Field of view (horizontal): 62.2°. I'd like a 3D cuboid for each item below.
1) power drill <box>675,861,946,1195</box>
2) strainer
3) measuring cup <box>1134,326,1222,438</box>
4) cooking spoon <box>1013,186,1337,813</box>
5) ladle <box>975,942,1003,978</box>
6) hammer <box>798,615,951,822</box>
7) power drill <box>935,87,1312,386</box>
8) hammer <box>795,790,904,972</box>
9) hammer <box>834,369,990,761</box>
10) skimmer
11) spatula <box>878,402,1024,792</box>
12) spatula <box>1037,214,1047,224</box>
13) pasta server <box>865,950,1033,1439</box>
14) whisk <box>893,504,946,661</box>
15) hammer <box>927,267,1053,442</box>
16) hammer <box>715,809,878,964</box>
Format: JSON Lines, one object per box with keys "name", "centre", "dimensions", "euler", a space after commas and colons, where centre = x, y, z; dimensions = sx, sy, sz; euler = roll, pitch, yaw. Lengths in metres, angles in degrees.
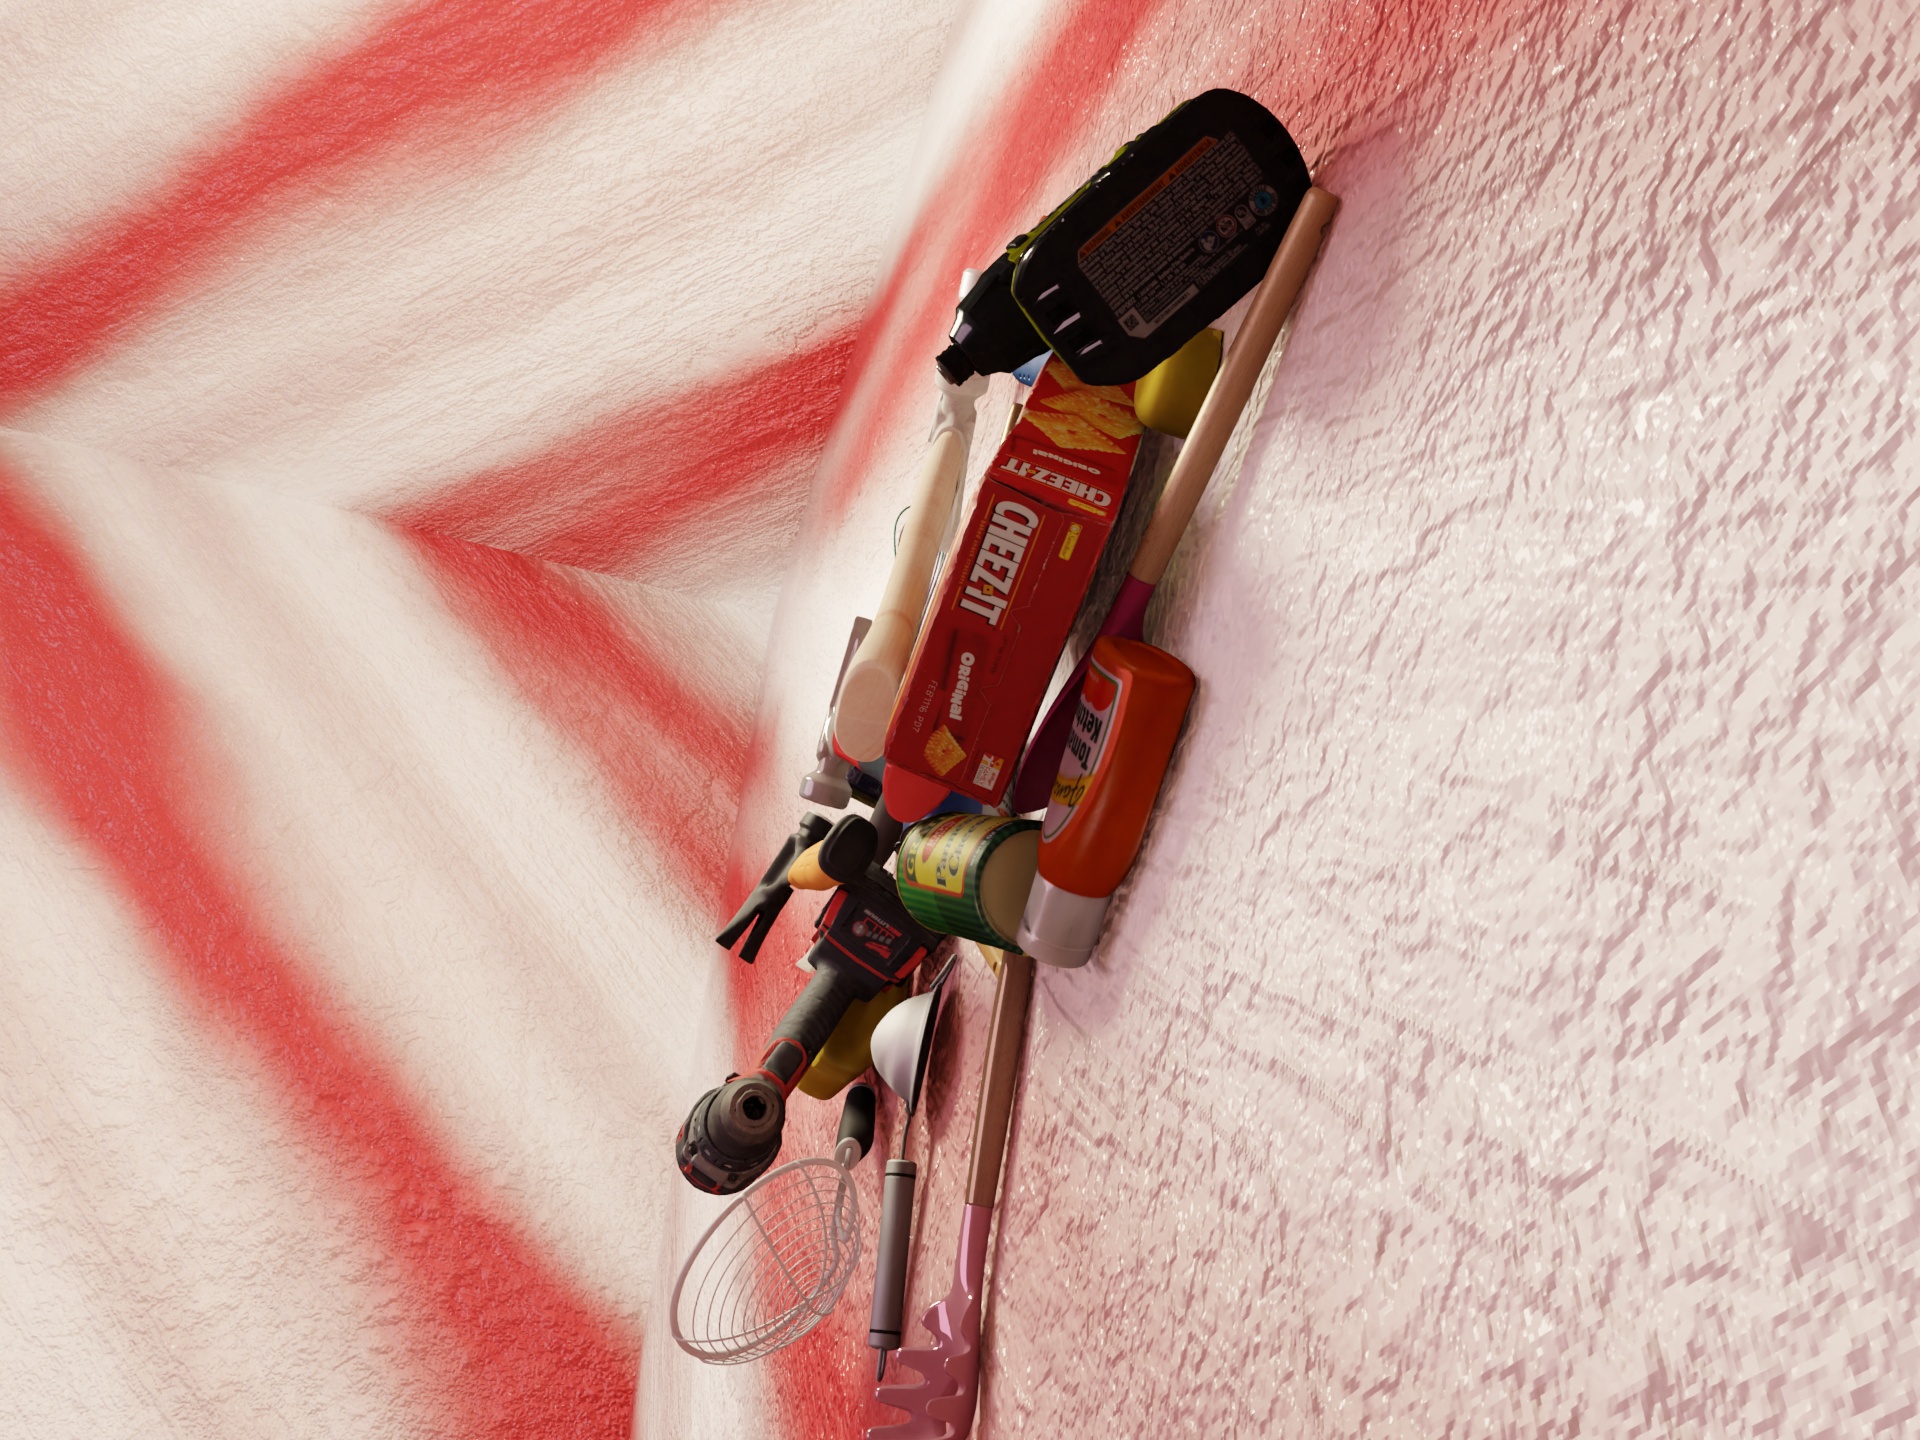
{"name": "power drill", "centre": [-0.100, 0.201, 1.033], "dimensions": [0.227, 0.080, 0.187], "euler": [-54, -2, -27]}
{"name": "strainer", "centre": [-0.038, 0.268, 0.980], "dimensions": [0.086, 0.050, 0.259], "euler": [88, -174, -67]}
{"name": "measuring cup", "centre": [0.106, -0.206, 0.836], "dimensions": [0.157, 0.029, 0.062], "euler": [-92, 18, -48]}
{"name": "cooking spoon", "centre": [0.094, -0.088, 0.730], "dimensions": [0.017, 0.068, 0.318], "euler": [39, 118, 30]}
{"name": "ladle", "centre": [0.001, 0.107, 1.013], "dimensions": [0.315, 0.031, 0.069], "euler": [-128, 54, -74]}
{"name": "hammer", "centre": [-0.050, 0.002, 1.011], "dimensions": [0.386, 0.038, 0.143], "euler": [-167, 94, -79]}
{"name": "power drill", "centre": [0.069, -0.225, 0.784], "dimensions": [0.171, 0.080, 0.223], "euler": [-41, 15, 1]}
{"name": "hammer", "centre": [-0.065, 0.102, 1.196], "dimensions": [0.128, 0.033, 0.330], "euler": [-61, -2, -33]}
{"name": "hammer", "centre": [-0.029, -0.090, 0.987], "dimensions": [0.411, 0.038, 0.146], "euler": [-78, -2, -58]}
{"name": "skimmer", "centre": [-0.102, 0.285, 1.007], "dimensions": [0.363, 0.090, 0.127], "euler": [-84, 19, -84]}
{"name": "spatula", "centre": [-0.002, -0.093, 1.220], "dimensions": [0.082, 0.044, 0.317], "euler": [69, -145, -85]}
{"name": "spatula", "centre": [0.089, -0.342, 1.121], "dimensions": [0.323, 0.041, 0.081], "euler": [-151, 73, -75]}
{"name": "pasta server", "centre": [0.007, 0.219, 0.812], "dimensions": [0.060, 0.040, 0.316], "euler": [-29, 46, 59]}
{"name": "whisk", "centre": [-0.047, -0.089, 1.452], "dimensions": [0.047, 0.051, 0.245], "euler": [154, 126, -69]}
{"name": "hammer", "centre": [0.041, -0.250, 1.131], "dimensions": [0.406, 0.035, 0.144], "euler": [-130, 52, -71]}
{"name": "hammer", "centre": [-0.107, 0.107, 1.088], "dimensions": [0.127, 0.034, 0.337], "euler": [-56, 6, -14]}
